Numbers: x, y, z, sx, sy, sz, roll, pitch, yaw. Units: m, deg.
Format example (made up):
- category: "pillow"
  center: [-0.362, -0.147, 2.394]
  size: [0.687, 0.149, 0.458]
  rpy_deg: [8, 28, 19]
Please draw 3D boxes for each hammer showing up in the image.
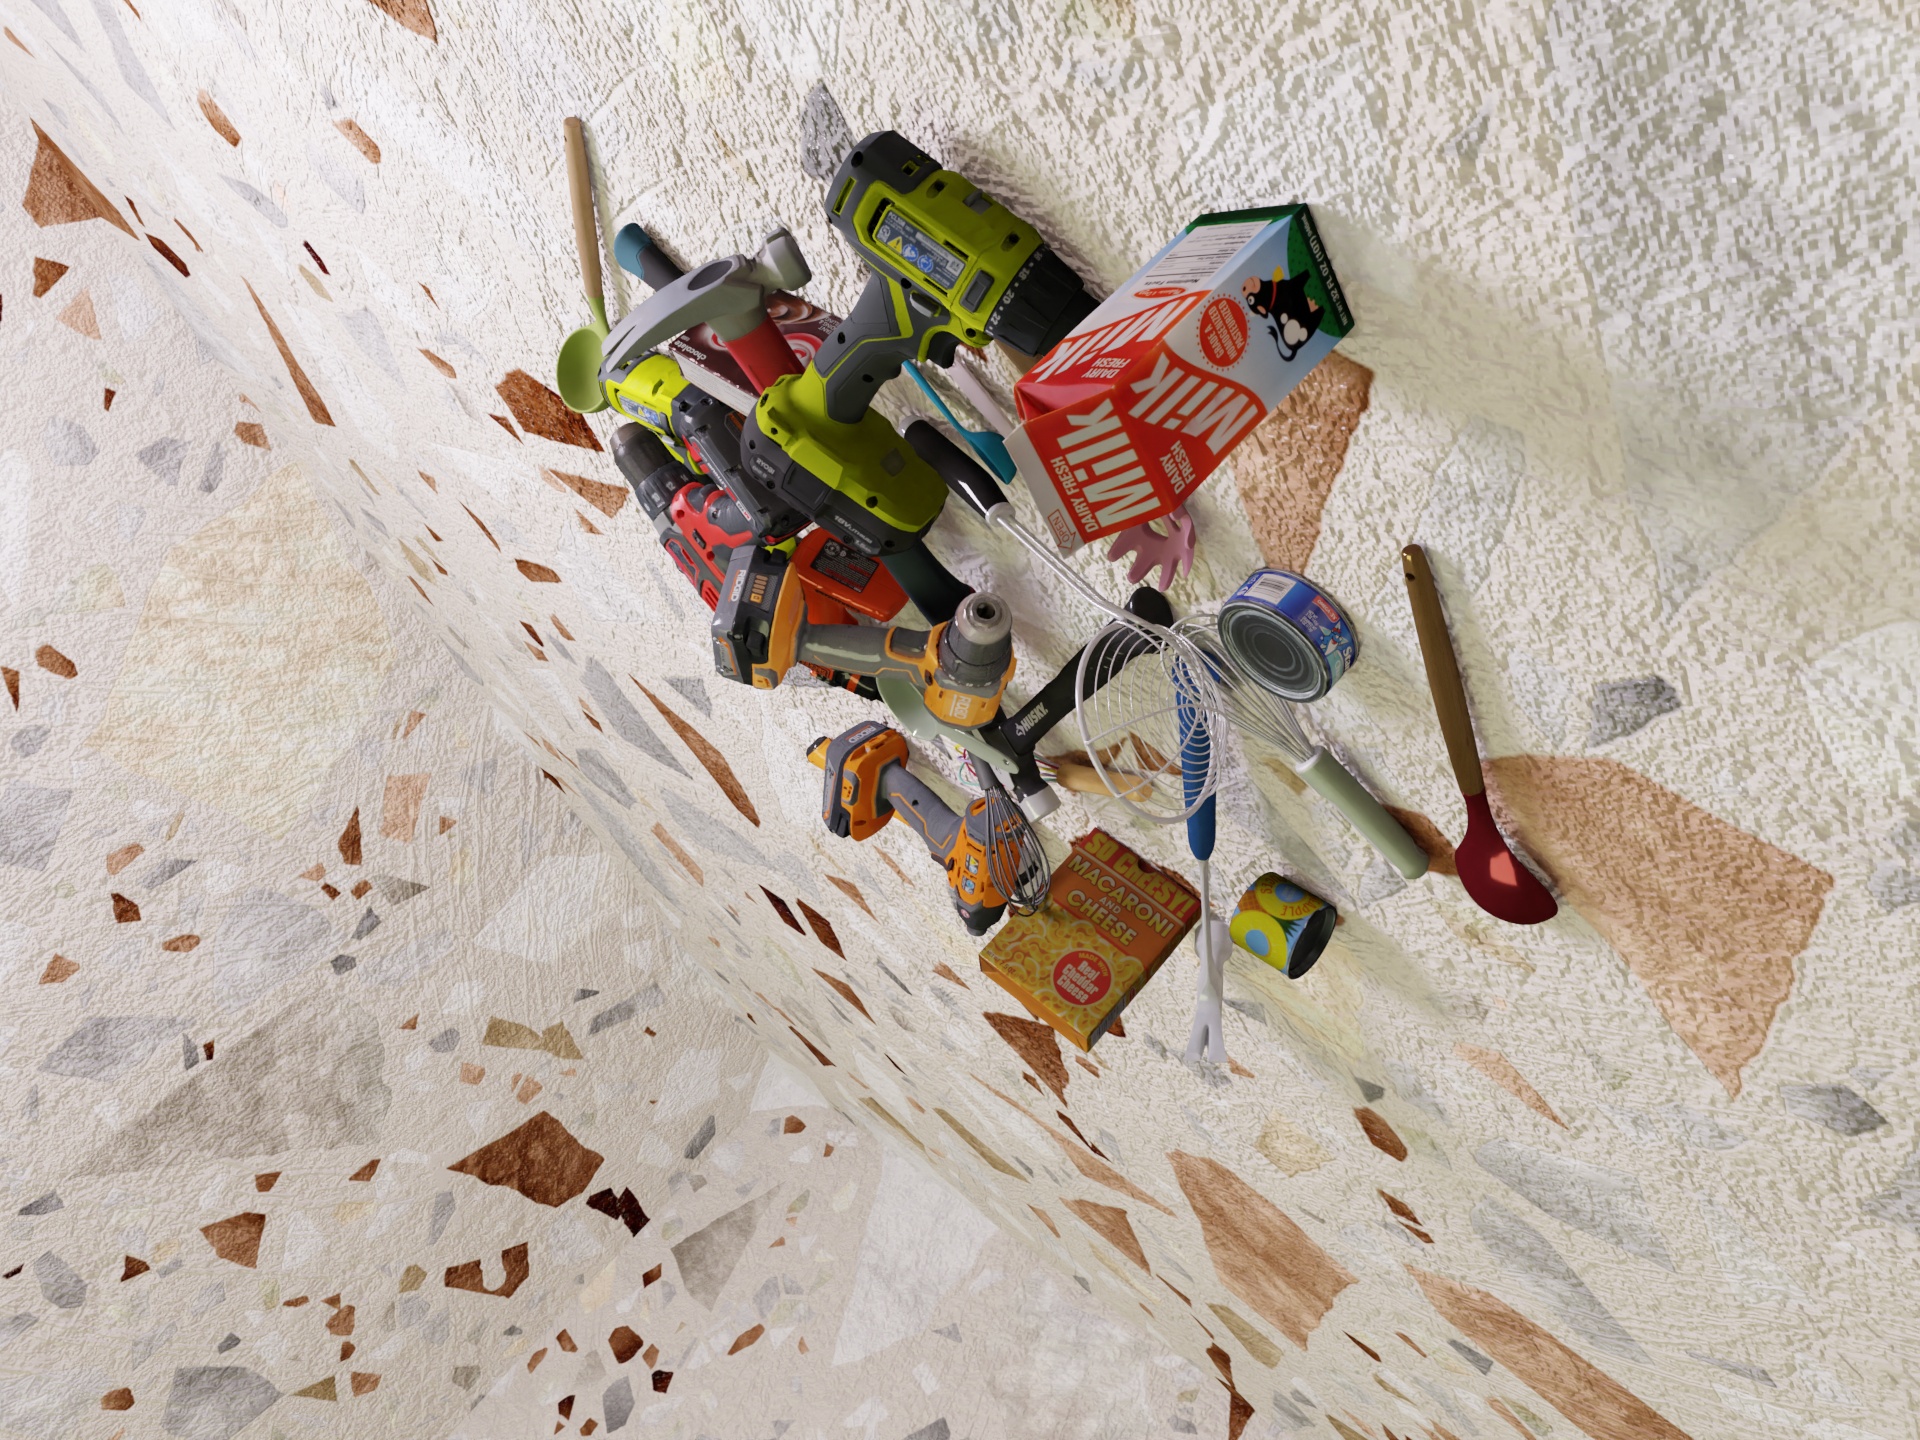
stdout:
- category: "hammer"
  center: [0.080, -0.028, 1.231]
  size: [0.146, 0.035, 0.334]
  rpy_deg: [58, 156, 7]
- category: "hammer"
  center: [-0.095, -0.169, 1.133]
  size: [0.385, 0.143, 0.038]
  rpy_deg: [53, -168, -50]
- category: "hammer"
  center: [0.188, 0.109, 1.227]
  size: [0.035, 0.144, 0.405]
  rpy_deg: [1, 137, 12]
- category: "hammer"
  center: [-0.043, 0.111, 1.736]
  size: [0.337, 0.034, 0.127]
  rpy_deg: [31, 154, 31]
- category: "hammer"
  center: [-0.146, -0.261, 1.243]
  size: [0.331, 0.033, 0.128]
  rpy_deg: [44, 160, 1]

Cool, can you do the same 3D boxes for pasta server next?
- category: "pasta server"
  center: [0.042, -0.214, 0.981]
  size: [0.316, 0.040, 0.060]
  rpy_deg: [50, 137, -8]

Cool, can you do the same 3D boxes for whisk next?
- category: "whisk"
  center: [0.074, 0.045, 1.393]
  size: [0.245, 0.051, 0.047]
  rpy_deg: [9, 134, 52]
- category: "whisk"
  center: [0.026, 0.057, 1.394]
  size: [0.055, 0.055, 0.239]
  rpy_deg: [-28, 81, 68]
- category: "whisk"
  center: [0.228, 0.021, 1.065]
  size: [0.246, 0.059, 0.058]
  rpy_deg: [44, -163, -9]

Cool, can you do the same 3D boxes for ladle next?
- category: "ladle"
  center: [0.304, 0.021, 0.954]
  size: [0.069, 0.031, 0.315]
  rpy_deg: [20, 146, 46]
- category: "ladle"
  center: [-0.319, -0.372, 1.328]
  size: [0.078, 0.062, 0.320]
  rpy_deg: [57, 160, 19]

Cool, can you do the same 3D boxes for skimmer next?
- category: "skimmer"
  center: [0.048, -0.080, 1.055]
  size: [0.364, 0.127, 0.090]
  rpy_deg: [48, 122, 36]

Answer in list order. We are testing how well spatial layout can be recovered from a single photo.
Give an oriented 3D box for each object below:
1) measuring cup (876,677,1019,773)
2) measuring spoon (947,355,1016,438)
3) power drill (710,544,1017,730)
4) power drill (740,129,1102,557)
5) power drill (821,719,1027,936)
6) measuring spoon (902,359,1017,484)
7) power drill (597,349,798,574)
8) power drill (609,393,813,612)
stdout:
- category: "measuring cup"
  center: [-0.002, -0.004, 1.336]
  size: [0.168, 0.038, 0.083]
  rpy_deg: [31, 149, 34]
- category: "measuring spoon"
  center: [0.029, -0.206, 1.059]
  size: [0.124, 0.018, 0.034]
  rpy_deg: [50, 158, 6]
- category: "power drill"
  center: [-0.068, -0.065, 1.195]
  size: [0.226, 0.084, 0.185]
  rpy_deg: [14, 160, -1]
- category: "power drill"
  center: [-0.021, -0.210, 0.960]
  size: [0.190, 0.080, 0.228]
  rpy_deg: [36, 131, -1]
- category: "power drill"
  center: [-0.036, 0.115, 1.616]
  size: [0.227, 0.084, 0.164]
  rpy_deg: [31, 133, 28]
- category: "measuring spoon"
  center: [-0.001, -0.216, 1.093]
  size: [0.129, 0.021, 0.042]
  rpy_deg: [50, -179, 10]
- category: "power drill"
  center: [-0.222, -0.215, 1.412]
  size: [0.171, 0.080, 0.223]
  rpy_deg: [29, 151, 33]
- category: "power drill"
  center: [-0.198, -0.191, 1.269]
  size: [0.188, 0.080, 0.226]
  rpy_deg: [53, 152, -1]
